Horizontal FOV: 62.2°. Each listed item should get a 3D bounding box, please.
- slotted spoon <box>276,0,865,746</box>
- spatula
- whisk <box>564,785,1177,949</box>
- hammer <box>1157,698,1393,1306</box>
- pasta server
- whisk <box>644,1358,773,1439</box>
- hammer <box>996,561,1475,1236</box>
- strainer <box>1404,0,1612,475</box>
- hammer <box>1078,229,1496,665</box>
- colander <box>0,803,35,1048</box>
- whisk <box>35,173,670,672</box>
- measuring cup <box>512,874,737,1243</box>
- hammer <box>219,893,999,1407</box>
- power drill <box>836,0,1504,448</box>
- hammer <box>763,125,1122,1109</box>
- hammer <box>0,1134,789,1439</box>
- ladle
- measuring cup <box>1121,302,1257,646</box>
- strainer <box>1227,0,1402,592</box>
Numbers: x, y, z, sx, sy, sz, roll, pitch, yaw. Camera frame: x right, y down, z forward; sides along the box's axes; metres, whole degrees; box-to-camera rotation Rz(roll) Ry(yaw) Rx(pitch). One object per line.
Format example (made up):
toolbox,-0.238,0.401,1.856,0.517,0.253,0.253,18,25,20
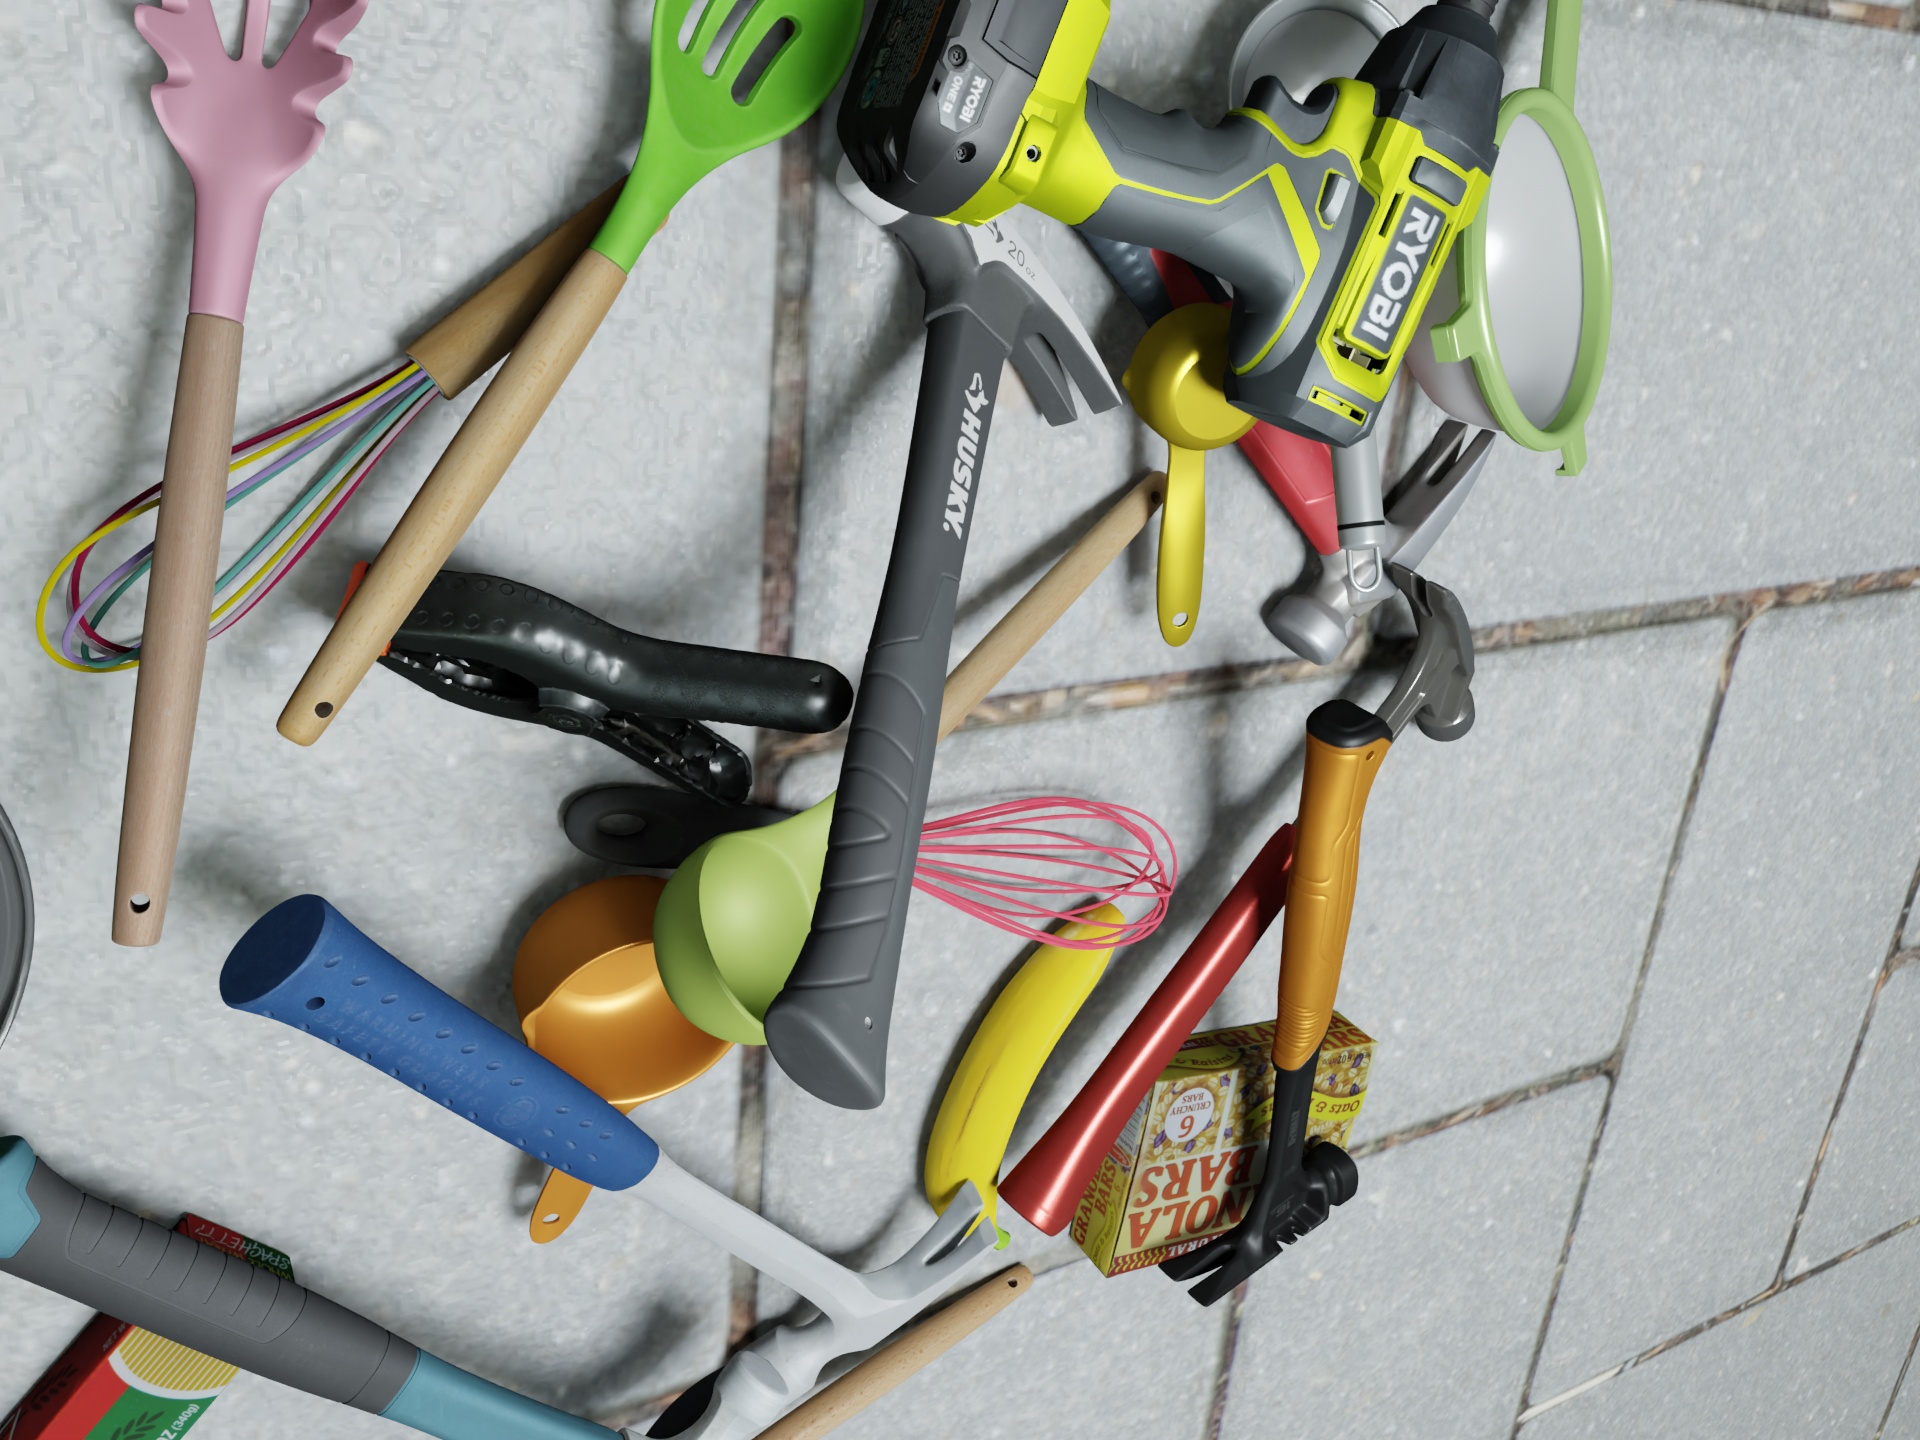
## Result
slotted spoon,-0.129,-0.127,0.511,0.070,0.031,0.314,35,85,-46
spatula,-0.090,0.355,0.782,0.317,0.082,0.044,-22,152,-33
whisk,-0.025,0.059,0.686,0.295,0.073,0.073,9,106,-29
hammer,0.162,0.141,0.774,0.127,0.034,0.336,-23,129,-32
pasta server,-0.219,-0.090,0.459,0.060,0.040,0.316,8,92,-22
whisk,-0.196,0.373,0.694,0.284,0.070,0.070,-37,127,-6
hammer,0.137,0.094,0.779,0.359,0.037,0.149,-52,147,-7
strainer,0.234,-0.243,0.702,0.151,0.069,0.256,19,76,-48
hammer,0.106,-0.184,0.668,0.143,0.038,0.385,-51,128,-4
colander,-0.406,0.157,0.456,0.204,0.095,0.397,16,101,-37
whisk,-0.190,-0.100,0.513,0.245,0.051,0.047,-43,122,-13
measuring cup,-0.150,0.137,0.647,0.095,0.052,0.173,8,121,-34
hammer,-0.120,0.178,0.634,0.144,0.035,0.405,-35,136,3
power drill,0.086,-0.212,0.549,0.223,0.080,0.171,18,99,-29
hammer,-0.012,-0.035,0.548,0.146,0.035,0.335,35,55,-43
hammer,-0.224,0.242,0.600,0.330,0.033,0.128,39,86,-28
ladle,-0.001,-0.002,0.629,0.320,0.062,0.078,-47,118,-26
measuring cup,0.099,-0.094,0.665,0.062,0.029,0.156,-10,123,-14
strainer,0.150,-0.180,0.642,0.087,0.050,0.258,-7,93,-14
